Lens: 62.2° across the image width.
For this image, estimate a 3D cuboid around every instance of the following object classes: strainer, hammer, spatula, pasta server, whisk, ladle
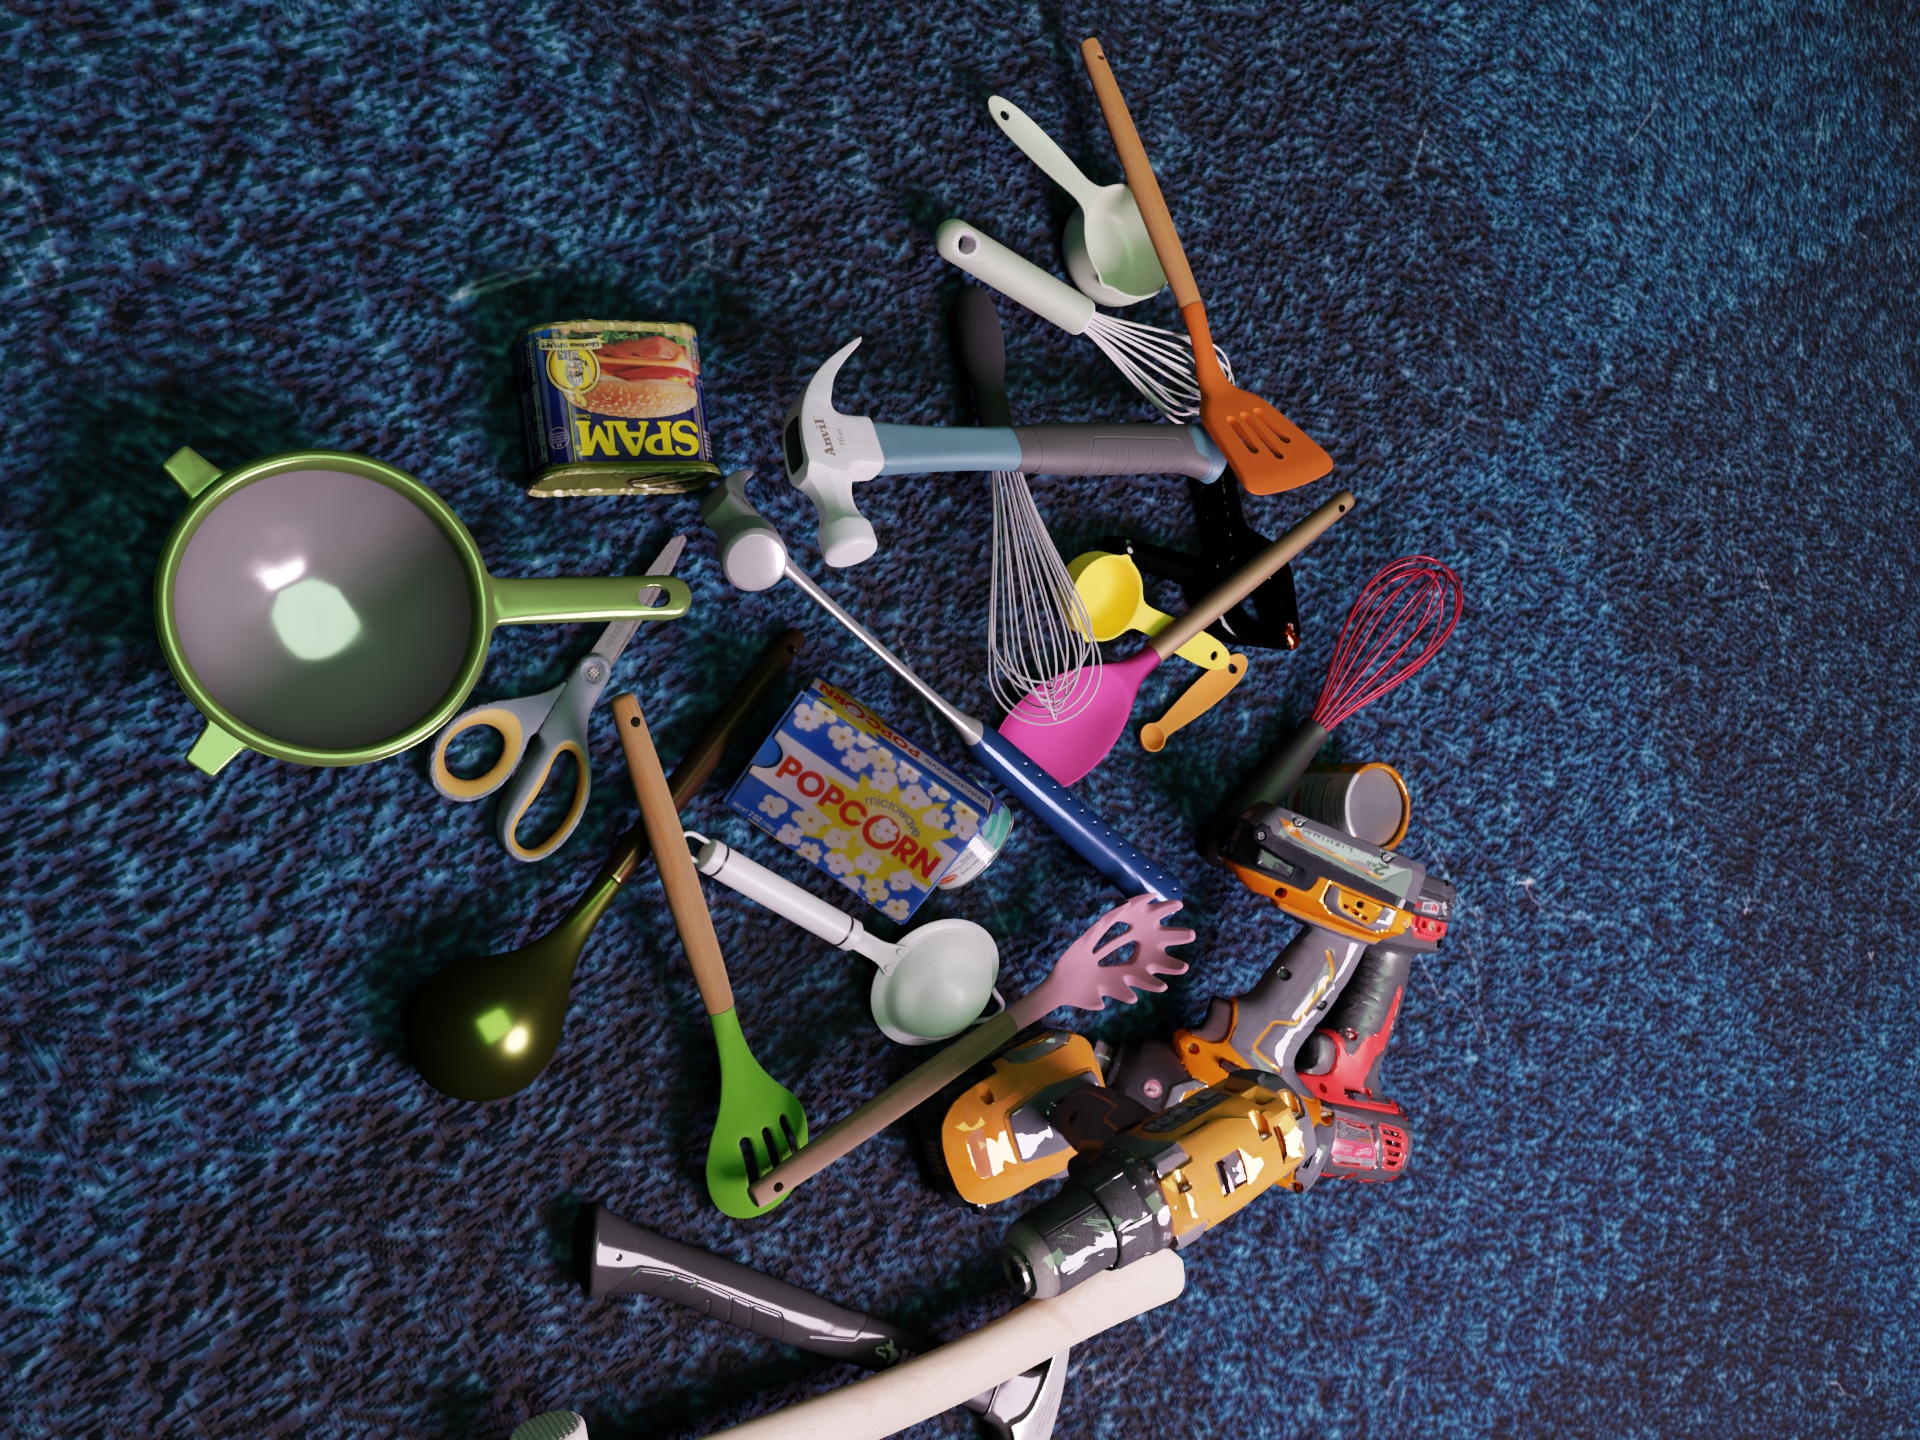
[{"bbox_3d":[-0.266,-0.055,0.799,0.256,0.069,0.151,-5,87,-32],"label":"strainer"},{"bbox_3d":[-0.072,0.345,0.915,0.334,0.035,0.146,31,72,-26],"label":"hammer"},{"bbox_3d":[0.040,-0.160,0.944,0.331,0.033,0.128,-8,71,-38],"label":"hammer"},{"bbox_3d":[-0.060,0.128,0.919,0.258,0.050,0.087,34,92,-29],"label":"strainer"},{"bbox_3d":[0.146,-0.295,1.029,0.081,0.041,0.322,-21,89,-33],"label":"spatula"},{"bbox_3d":[-0.039,0.390,0.893,0.410,0.038,0.146,-12,96,-31],"label":"hammer"},{"bbox_3d":[-0.001,-0.003,0.941,0.035,0.144,0.405,-44,121,7],"label":"hammer"},{"bbox_3d":[0.012,0.190,0.925,0.316,0.040,0.060,-29,100,-30],"label":"pasta server"},{"bbox_3d":[0.263,-0.008,1.131,0.296,0.073,0.073,-49,111,-17],"label":"whisk"},{"bbox_3d":[0.030,-0.136,0.988,0.070,0.070,0.285,-6,81,-32],"label":"whisk"},{"bbox_3d":[0.085,-0.259,1.035,0.246,0.059,0.058,23,96,-28],"label":"whisk"},{"bbox_3d":[-0.181,0.067,0.868,0.078,0.062,0.320,49,58,-25],"label":"ladle"}]

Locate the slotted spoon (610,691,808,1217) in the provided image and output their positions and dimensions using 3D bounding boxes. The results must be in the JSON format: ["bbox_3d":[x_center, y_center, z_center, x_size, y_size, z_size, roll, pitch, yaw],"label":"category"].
[{"bbox_3d":[-0.139,0.134,0.860,0.070,0.031,0.313,-26,110,-37],"label":"slotted spoon"}]

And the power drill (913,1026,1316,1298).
[{"bbox_3d":[0.058,0.245,0.888,0.185,0.226,0.084,-21,98,-31],"label":"power drill"}]

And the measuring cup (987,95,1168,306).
[{"bbox_3d":[0.071,-0.340,1.043,0.167,0.038,0.083,40,68,-21],"label":"measuring cup"}]

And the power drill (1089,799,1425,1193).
[{"bbox_3d":[0.187,0.170,1.022,0.164,0.084,0.226,22,91,3],"label":"power drill"}]

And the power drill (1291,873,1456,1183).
[{"bbox_3d":[0.262,0.206,1.108,0.143,0.078,0.220,16,82,-29],"label":"power drill"}]

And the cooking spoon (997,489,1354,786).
[{"bbox_3d":[0.146,-0.059,1.052,0.319,0.017,0.068,-38,110,-15],"label":"cooking spoon"}]

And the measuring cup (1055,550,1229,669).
[{"bbox_3d":[0.124,-0.067,1.066,0.156,0.029,0.062,23,93,-38],"label":"measuring cup"}]

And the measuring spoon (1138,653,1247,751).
[{"bbox_3d":[0.160,-0.013,1.095,0.117,0.011,0.021,-38,96,-31],"label":"measuring spoon"}]
